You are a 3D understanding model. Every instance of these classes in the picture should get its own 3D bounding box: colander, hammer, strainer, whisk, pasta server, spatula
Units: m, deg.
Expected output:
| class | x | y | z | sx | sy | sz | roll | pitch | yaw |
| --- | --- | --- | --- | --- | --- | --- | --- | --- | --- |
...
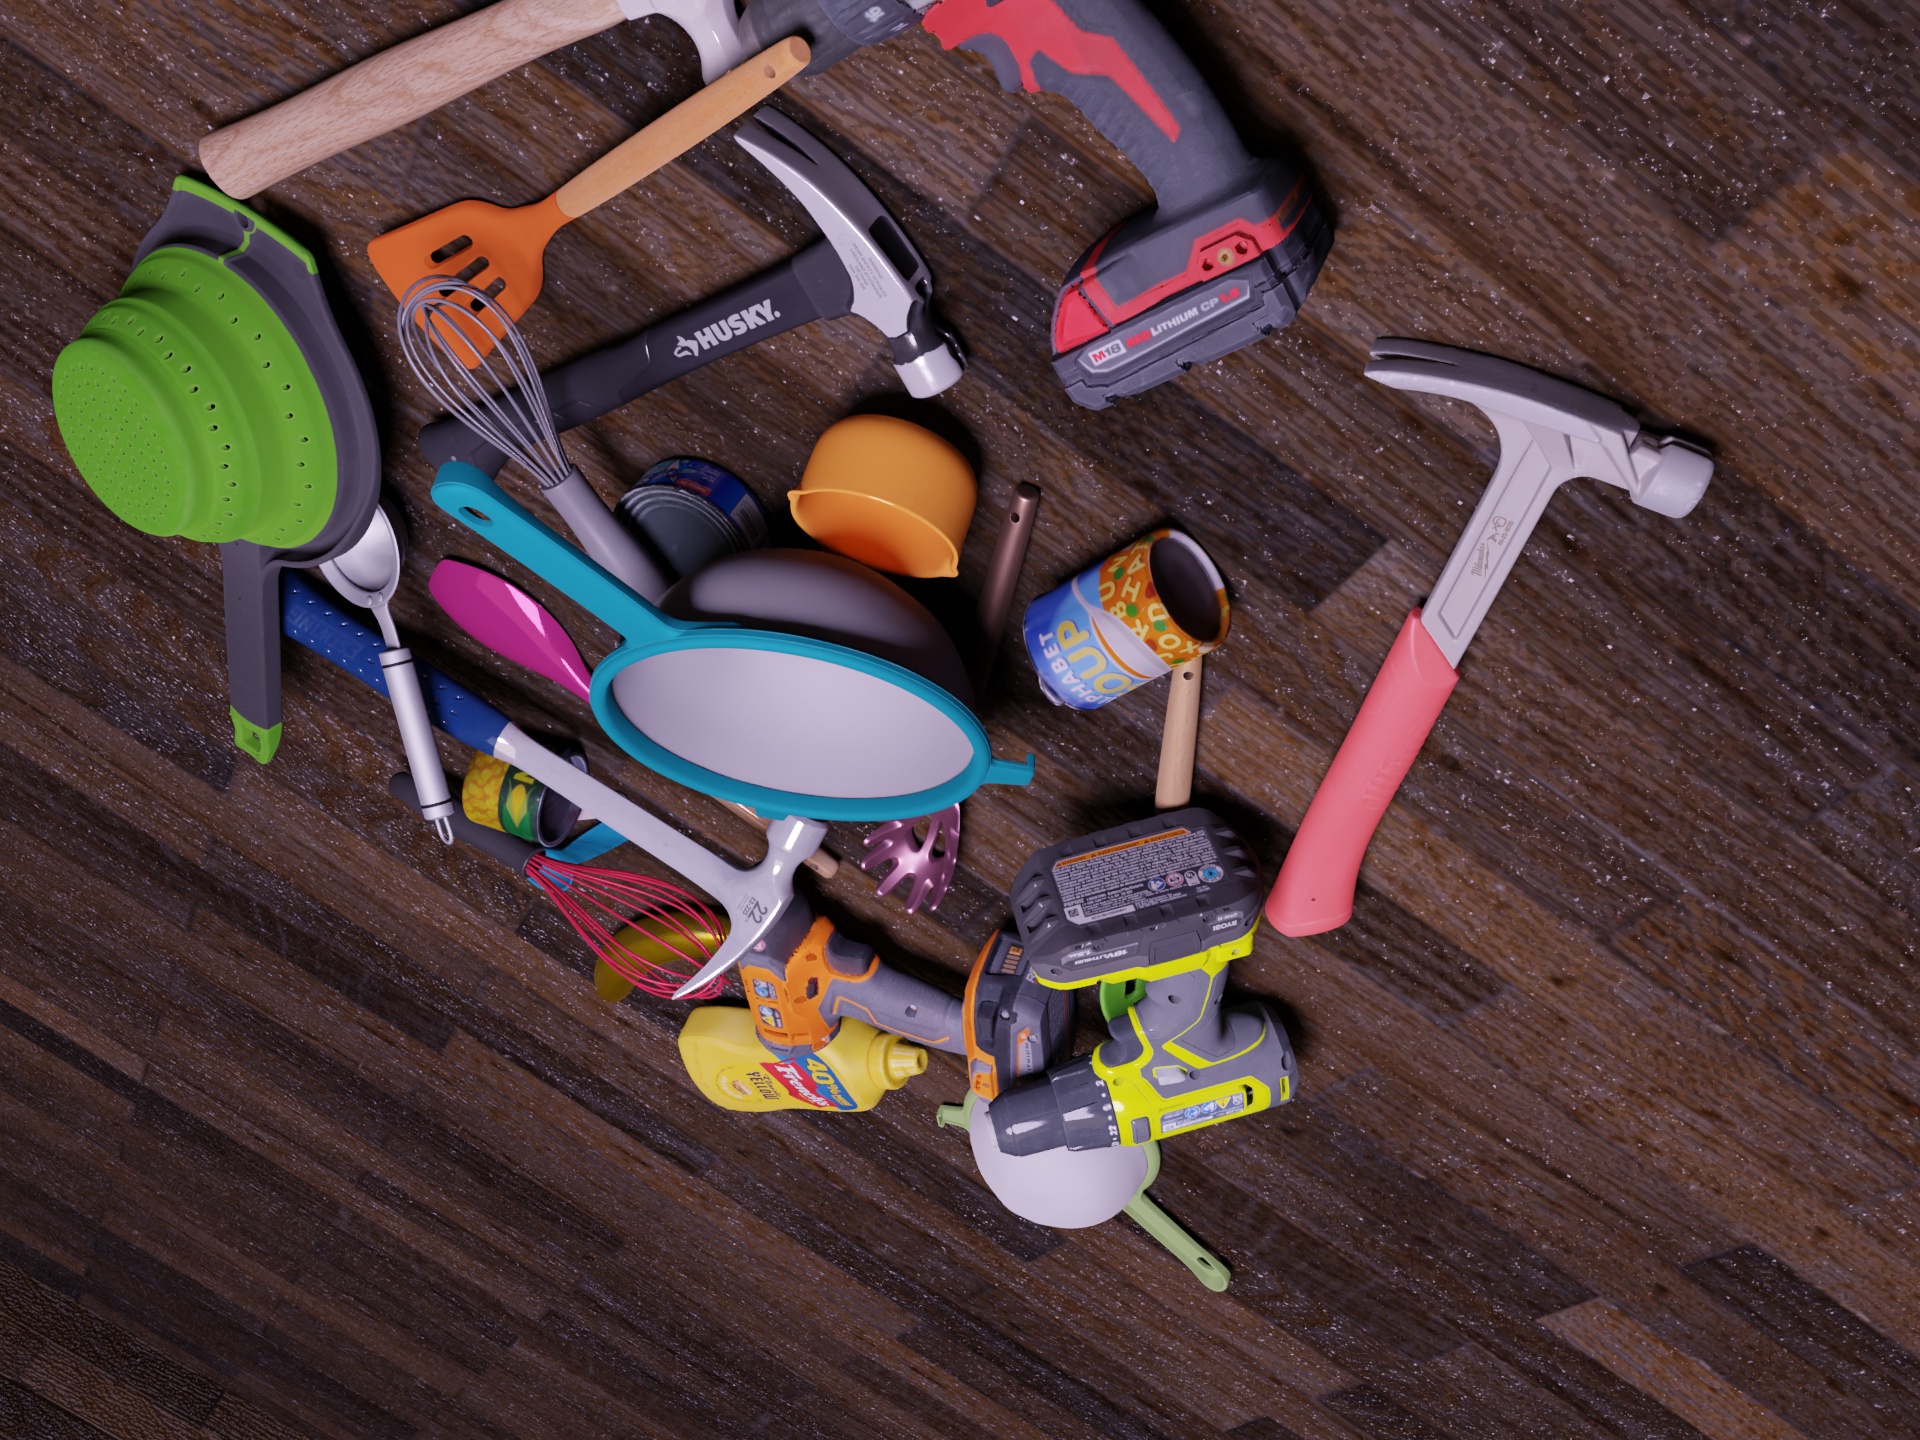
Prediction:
| class | x | y | z | sx | sy | sz | roll | pitch | yaw |
| --- | --- | --- | --- | --- | --- | --- | --- | --- | --- |
| colander | -0.448 | -0.108 | 0.933 | 0.204 | 0.094 | 0.396 | 32 | 131 | 16 |
| hammer | -0.166 | -0.188 | 0.816 | 0.335 | 0.035 | 0.146 | -13 | 124 | 34 |
| strainer | -0.349 | -0.047 | 0.978 | 0.087 | 0.050 | 0.258 | -6 | 101 | 38 |
| hammer | -0.284 | 0.023 | 1.008 | 0.405 | 0.035 | 0.144 | 31 | 100 | 10 |
| whisk | -0.276 | 0.106 | 1.087 | 0.296 | 0.073 | 0.073 | 27 | 137 | 17 |
| pasta server | -0.001 | -0.003 | 0.905 | 0.060 | 0.040 | 0.316 | 30 | 136 | 13 |
| hammer | -0.246 | -0.309 | 0.746 | 0.331 | 0.031 | 0.130 | -7 | 127 | 31 |
| strainer | -0.118 | -0.057 | 0.802 | 0.211 | 0.095 | 0.340 | -10 | 147 | 34 |
| strainer | 0.101 | 0.358 | 1.162 | 0.256 | 0.069 | 0.151 | 43 | 134 | -14 |
| spatula | -0.175 | -0.244 | 0.739 | 0.323 | 0.041 | 0.081 | -7 | 127 | 48 |
| whisk | -0.209 | -0.129 | 0.836 | 0.055 | 0.055 | 0.238 | -9 | 130 | 32 |
| hammer | 0.213 | -0.015 | 0.792 | 0.149 | 0.037 | 0.358 | 21 | 135 | 6 |

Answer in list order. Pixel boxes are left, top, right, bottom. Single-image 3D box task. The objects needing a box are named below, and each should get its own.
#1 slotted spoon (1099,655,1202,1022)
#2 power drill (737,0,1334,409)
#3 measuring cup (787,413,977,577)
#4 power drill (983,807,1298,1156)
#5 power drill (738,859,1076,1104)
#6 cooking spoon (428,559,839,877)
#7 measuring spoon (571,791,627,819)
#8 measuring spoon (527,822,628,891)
| class | x | y | z | sx | sy | sz | roll | pitch | yaw |
| --- | --- | --- | --- | --- | --- | --- | --- | --- | --- |
| slotted spoon | 0.122 | 0.081 | 0.930 | 0.070 | 0.031 | 0.313 | 1 | 130 | 2 |
| power drill | 0.029 | -0.244 | 0.645 | 0.188 | 0.080 | 0.226 | -18 | 117 | 36 |
| measuring cup | -0.052 | -0.109 | 0.830 | 0.095 | 0.052 | 0.173 | 25 | 164 | -19 |
| power drill | 0.097 | 0.169 | 0.928 | 0.190 | 0.080 | 0.228 | -14 | 132 | -3 |
| power drill | -0.044 | 0.169 | 1.047 | 0.226 | 0.084 | 0.164 | 9 | 133 | 18 |
| cooking spoon | -0.207 | 0.004 | 1.022 | 0.318 | 0.017 | 0.068 | 37 | 137 | -10 |
| measuring spoon | -0.283 | 0.059 | 1.115 | 0.124 | 0.018 | 0.034 | -6 | 108 | 22 |
| measuring spoon | -0.263 | 0.085 | 1.130 | 0.128 | 0.021 | 0.042 | -27 | 113 | 30 |
